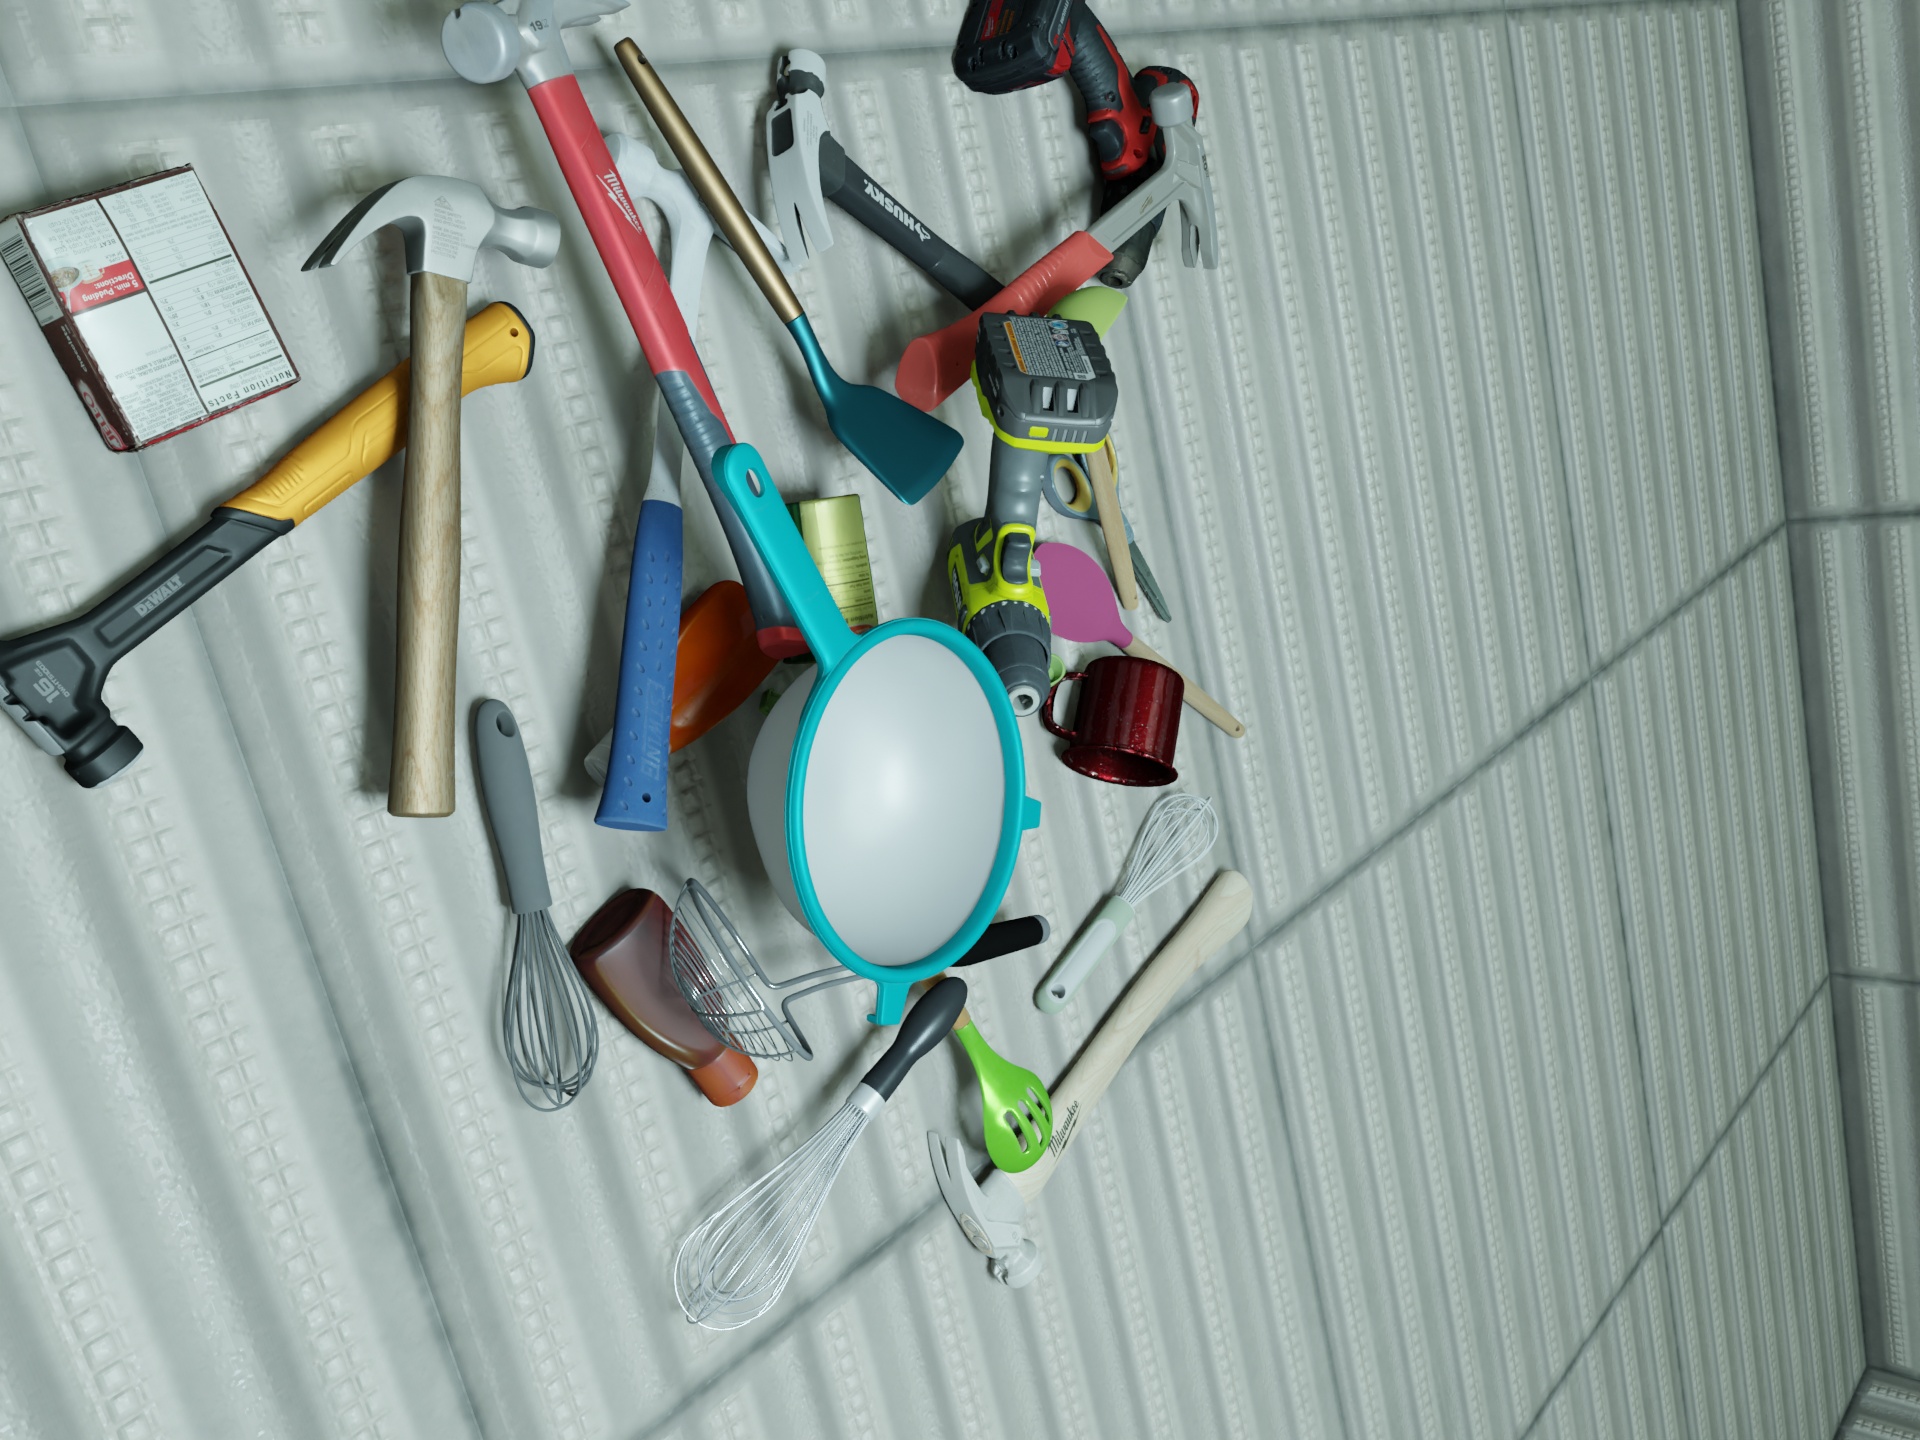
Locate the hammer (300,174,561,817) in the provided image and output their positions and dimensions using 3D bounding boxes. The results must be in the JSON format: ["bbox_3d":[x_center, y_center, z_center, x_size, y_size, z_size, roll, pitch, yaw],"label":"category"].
[{"bbox_3d":[-0.276,-0.115,0.825,0.130,0.031,0.331,2,91,-48],"label":"hammer"}]

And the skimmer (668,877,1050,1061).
[{"bbox_3d":[-0.041,0.142,1.027,0.363,0.090,0.127,-3,48,-50],"label":"skimmer"}]

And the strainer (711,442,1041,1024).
[{"bbox_3d":[-0.082,-0.005,0.911,0.211,0.095,0.340,-51,128,-38],"label":"strainer"}]

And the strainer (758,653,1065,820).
[{"bbox_3d":[-0.002,-0.003,1.089,0.256,0.069,0.151,-28,85,-39],"label":"strainer"}]

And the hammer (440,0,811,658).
[{"bbox_3d":[-0.159,-0.216,0.907,0.386,0.038,0.143,68,28,-20],"label":"hammer"}]

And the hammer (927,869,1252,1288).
[{"bbox_3d":[0.124,0.253,1.290,0.411,0.038,0.146,-45,120,-36],"label":"hammer"}]

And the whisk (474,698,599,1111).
[{"bbox_3d":[-0.246,0.106,0.901,0.055,0.055,0.239,-14,96,-45],"label":"whisk"}]

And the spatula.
[{"bbox_3d":[-0.108,-0.274,0.977,0.317,0.044,0.082,56,47,-24],"label":"spatula"}]

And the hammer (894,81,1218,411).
[{"bbox_3d":[0.078,-0.319,1.153,0.359,0.037,0.149,-46,136,-32],"label":"hammer"}]

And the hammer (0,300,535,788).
[{"bbox_3d":[-0.343,-0.122,0.801,0.337,0.034,0.127,-50,125,-33],"label":"hammer"}]

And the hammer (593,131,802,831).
[{"bbox_3d":[-0.170,-0.136,0.945,0.144,0.035,0.406,16,72,-46],"label":"hammer"}]

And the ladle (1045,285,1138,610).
[{"bbox_3d":[0.114,-0.188,1.191,0.078,0.062,0.319,-58,149,-27],"label":"ladle"}]

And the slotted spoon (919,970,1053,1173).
[{"bbox_3d":[-0.013,0.196,1.126,0.070,0.031,0.313,-43,111,-36],"label":"slotted spoon"}]

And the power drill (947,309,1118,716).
[{"bbox_3d":[0.041,-0.133,1.048,0.080,0.191,0.228,3,127,-10],"label":"power drill"}]

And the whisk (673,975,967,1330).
[{"bbox_3d":[-0.082,0.275,1.039,0.285,0.070,0.070,-48,123,-27],"label":"whisk"}]

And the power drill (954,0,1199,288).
[{"bbox_3d":[0.097,-0.463,1.224,0.226,0.080,0.188,30,70,-45],"label":"power drill"}]

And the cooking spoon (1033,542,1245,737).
[{"bbox_3d":[0.151,-0.055,1.325,0.318,0.017,0.069,34,79,-41],"label":"cooking spoon"}]

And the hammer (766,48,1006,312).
[{"bbox_3d":[-0.011,-0.318,1.125,0.334,0.035,0.146,26,55,-47],"label":"hammer"}]

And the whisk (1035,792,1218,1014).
[{"bbox_3d":[0.137,0.146,1.295,0.058,0.059,0.246,40,60,5],"label":"whisk"}]
